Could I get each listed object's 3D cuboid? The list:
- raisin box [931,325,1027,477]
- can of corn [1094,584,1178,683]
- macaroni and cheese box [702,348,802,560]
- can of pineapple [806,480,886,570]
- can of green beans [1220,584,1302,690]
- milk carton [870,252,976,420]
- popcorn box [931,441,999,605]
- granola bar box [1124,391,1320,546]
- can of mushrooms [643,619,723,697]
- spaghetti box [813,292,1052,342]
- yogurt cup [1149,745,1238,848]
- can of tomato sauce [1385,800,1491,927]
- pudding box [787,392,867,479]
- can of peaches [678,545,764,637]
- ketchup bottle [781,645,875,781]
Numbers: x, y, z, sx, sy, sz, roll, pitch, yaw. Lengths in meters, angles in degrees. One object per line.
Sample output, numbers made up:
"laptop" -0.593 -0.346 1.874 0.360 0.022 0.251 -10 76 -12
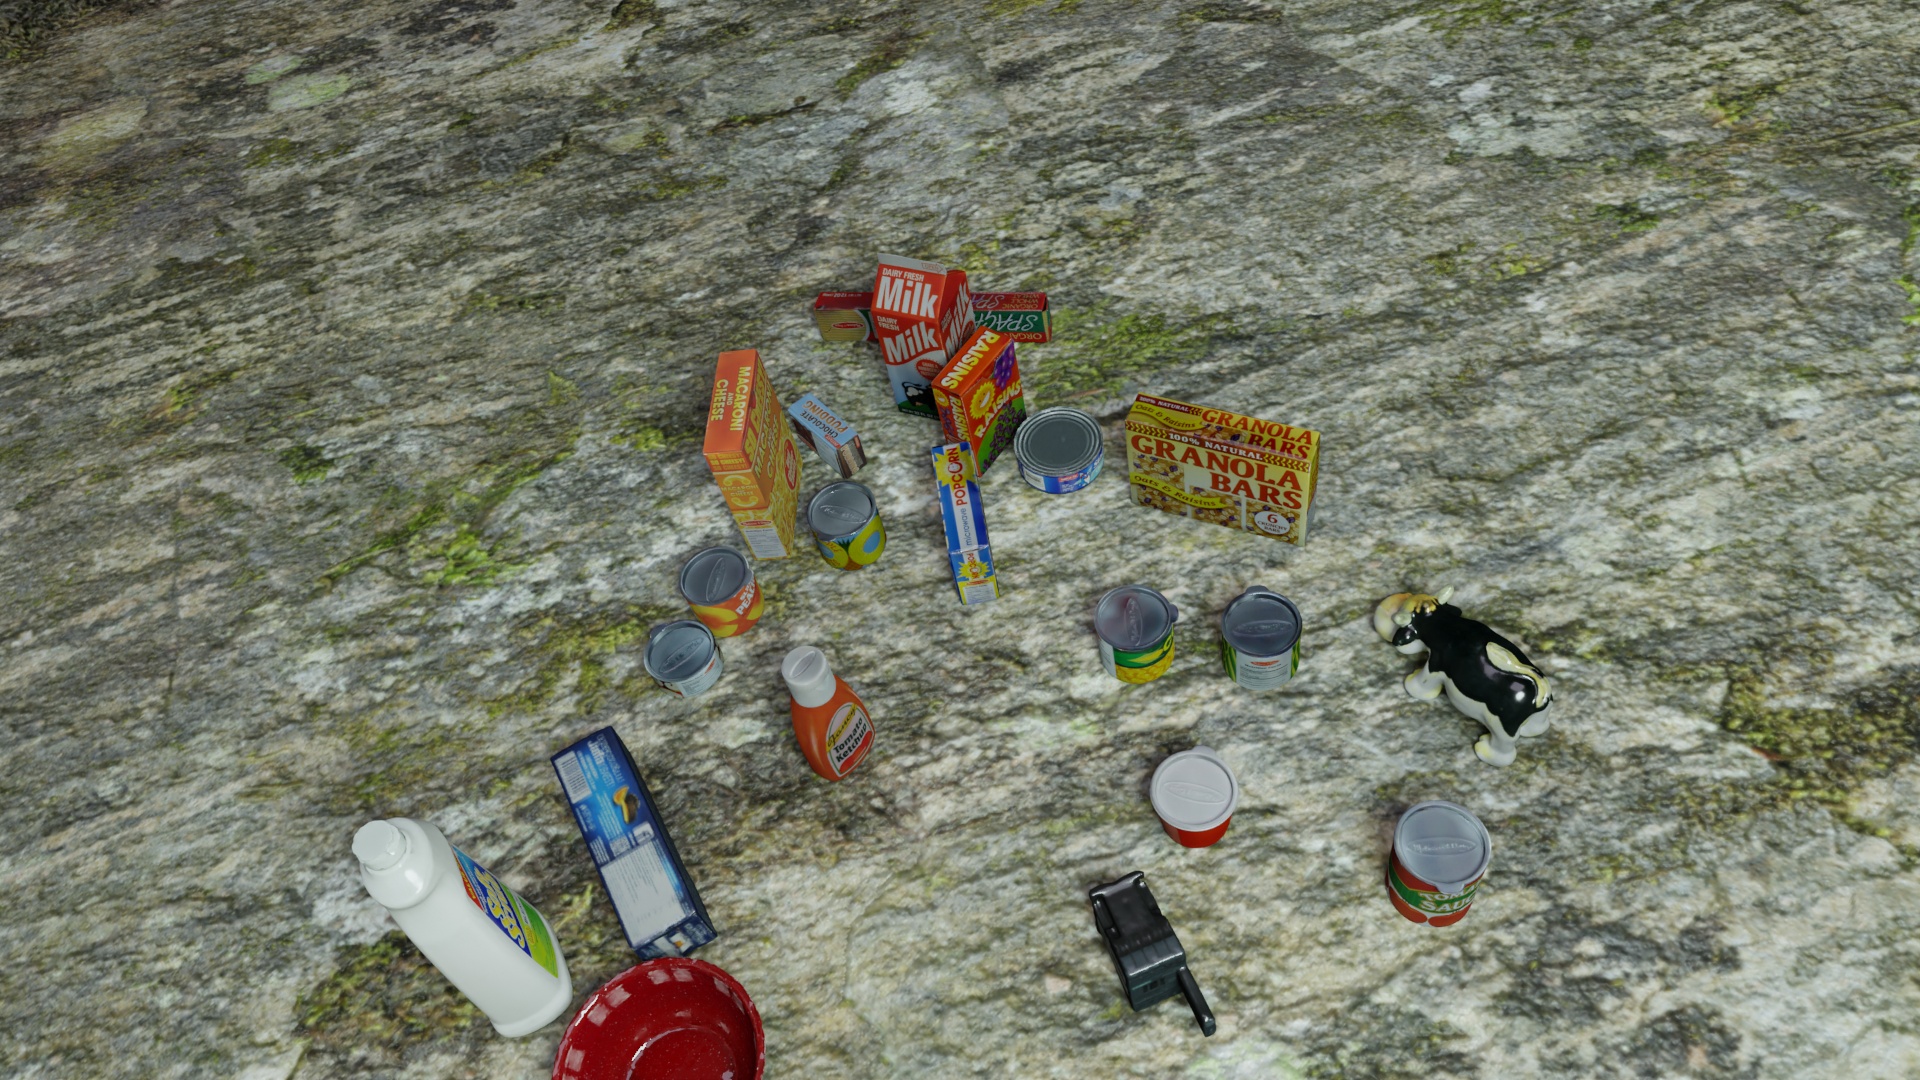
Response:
"raisin box" 0.020 -0.132 1.332 0.040 0.122 0.086 27 63 27
"can of corn" 0.152 0.081 1.191 0.071 0.058 0.071 -5 54 7
"macaroni and cheese box" -0.191 -0.079 1.306 0.040 0.165 0.124 -4 54 8
"can of pineapple" -0.108 -0.012 1.309 0.071 0.057 0.071 -5 54 7
"can of green beans" 0.253 0.085 1.169 0.071 0.057 0.071 -5 54 7
"milk carton" -0.032 -0.205 1.354 0.072 0.189 0.074 13 58 20
"popcorn box" 0.005 -0.016 1.273 0.038 0.084 0.127 -12 53 3
"granola bar box" 0.234 -0.064 1.240 0.165 0.123 0.039 16 59 21
"can of mushrooms" -0.253 0.106 1.265 0.071 0.033 0.071 -5 53 7
"spaghetti box" -0.028 -0.235 1.462 0.250 0.050 0.029 2 55 12
"yogurt cup" 0.185 0.207 1.095 0.072 0.053 0.073 -5 54 7
"can of tomato sauce" 0.350 0.240 1.020 0.071 0.082 0.071 -5 54 7
"pudding box" -0.133 -0.105 1.387 0.030 0.049 0.084 -39 57 -17
"can of peaches" -0.218 0.048 1.286 0.071 0.057 0.071 -5 54 7
"ketchup bottle" -0.112 0.139 1.142 0.043 0.148 0.065 27 63 27
